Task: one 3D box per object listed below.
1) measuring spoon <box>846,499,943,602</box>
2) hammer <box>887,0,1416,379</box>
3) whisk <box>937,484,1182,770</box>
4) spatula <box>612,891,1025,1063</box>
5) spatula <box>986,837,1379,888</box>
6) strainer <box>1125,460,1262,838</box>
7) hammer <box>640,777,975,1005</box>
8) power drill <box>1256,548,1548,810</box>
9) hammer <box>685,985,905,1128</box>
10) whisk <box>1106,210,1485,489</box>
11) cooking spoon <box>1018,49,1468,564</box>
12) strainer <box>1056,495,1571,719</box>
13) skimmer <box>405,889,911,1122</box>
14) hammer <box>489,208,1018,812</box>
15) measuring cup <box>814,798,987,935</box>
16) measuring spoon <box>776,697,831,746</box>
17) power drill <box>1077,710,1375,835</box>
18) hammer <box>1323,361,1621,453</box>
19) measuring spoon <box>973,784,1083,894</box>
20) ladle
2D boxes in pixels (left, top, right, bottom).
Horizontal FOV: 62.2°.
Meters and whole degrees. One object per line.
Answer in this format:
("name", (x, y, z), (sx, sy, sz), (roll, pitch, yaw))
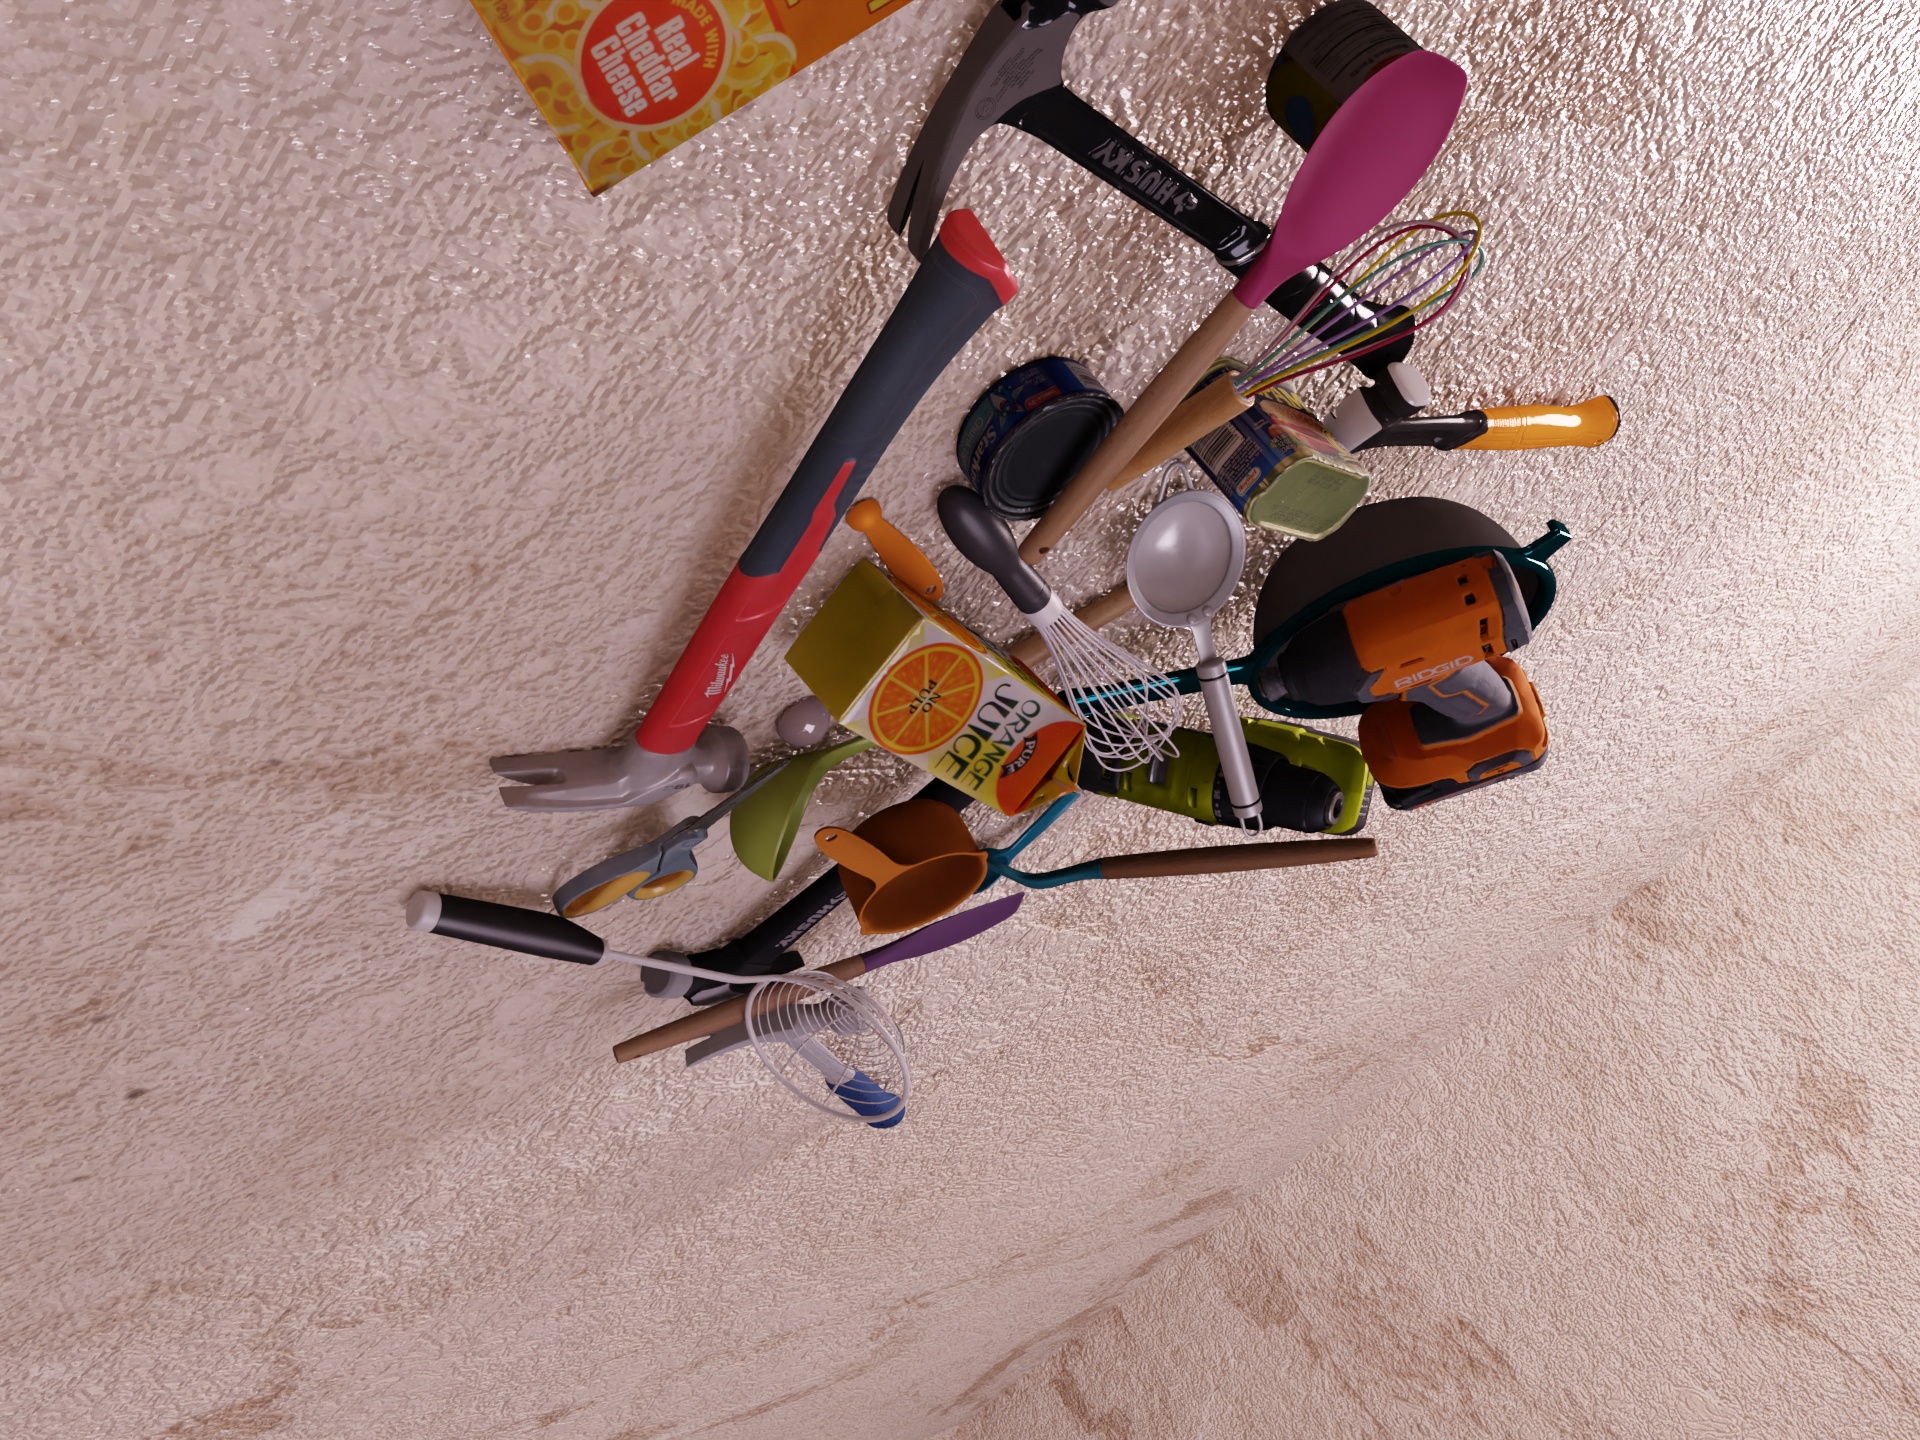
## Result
("measuring spoon", (-0.032, -0.088, 0.864), (0.021, 0.011, 0.116), (-36, 152, 5))
("hammer", (0.126, -0.234, 0.776), (0.149, 0.036, 0.408), (-46, 150, 24))
("whisk", (0.062, -0.052, 0.937), (0.070, 0.070, 0.284), (-37, 137, 7))
("spatula", (-0.094, 0.183, 1.133), (0.316, 0.018, 0.059), (-17, 153, -23))
("spatula", (0.122, 0.088, 1.083), (0.317, 0.044, 0.082), (-6, 157, 22))
("strainer", (0.153, -0.040, 0.995), (0.087, 0.050, 0.258), (-24, 110, -18))
("hammer", (-0.057, 0.092, 1.072), (0.334, 0.035, 0.146), (-40, 151, 20))
("power drill", (0.293, -0.018, 1.038), (0.164, 0.084, 0.226), (-20, 151, 17))
("hammer", (-0.109, 0.293, 1.324), (0.144, 0.035, 0.405), (-10, 156, 5))
("whisk", (0.163, -0.185, 0.821), (0.051, 0.047, 0.245), (-3, 161, -47))
("cooking spoon", (0.119, -0.183, 0.762), (0.068, 0.017, 0.318), (6, 139, -38))
("strainer", (0.224, -0.076, 1.083), (0.340, 0.095, 0.210), (-12, 155, -2))
("skimmer", (-0.178, 0.183, 0.986), (0.127, 0.090, 0.363), (-18, 151, 39))
("hammer", (-0.097, -0.078, 0.748), (0.143, 0.038, 0.386), (-5, 146, -40))
("measuring cup", (-0.050, 0.074, 0.959), (0.095, 0.052, 0.173), (-34, 149, 10))
("measuring spoon", (-0.052, -0.018, 0.945), (0.124, 0.018, 0.034), (-30, 151, -9))
("power drill", (0.214, 0.042, 1.152), (0.228, 0.191, 0.080), (4, 98, -55))
("hammer", (0.335, -0.187, 1.049), (0.336, 0.034, 0.127), (-11, 161, -41))
("measuring spoon", (0.047, 0.082, 1.212), (0.128, 0.021, 0.042), (-43, 151, -2))
("ladle", (-0.002, -0.003, 0.983), (0.320, 0.062, 0.078), (-30, 168, -13))
